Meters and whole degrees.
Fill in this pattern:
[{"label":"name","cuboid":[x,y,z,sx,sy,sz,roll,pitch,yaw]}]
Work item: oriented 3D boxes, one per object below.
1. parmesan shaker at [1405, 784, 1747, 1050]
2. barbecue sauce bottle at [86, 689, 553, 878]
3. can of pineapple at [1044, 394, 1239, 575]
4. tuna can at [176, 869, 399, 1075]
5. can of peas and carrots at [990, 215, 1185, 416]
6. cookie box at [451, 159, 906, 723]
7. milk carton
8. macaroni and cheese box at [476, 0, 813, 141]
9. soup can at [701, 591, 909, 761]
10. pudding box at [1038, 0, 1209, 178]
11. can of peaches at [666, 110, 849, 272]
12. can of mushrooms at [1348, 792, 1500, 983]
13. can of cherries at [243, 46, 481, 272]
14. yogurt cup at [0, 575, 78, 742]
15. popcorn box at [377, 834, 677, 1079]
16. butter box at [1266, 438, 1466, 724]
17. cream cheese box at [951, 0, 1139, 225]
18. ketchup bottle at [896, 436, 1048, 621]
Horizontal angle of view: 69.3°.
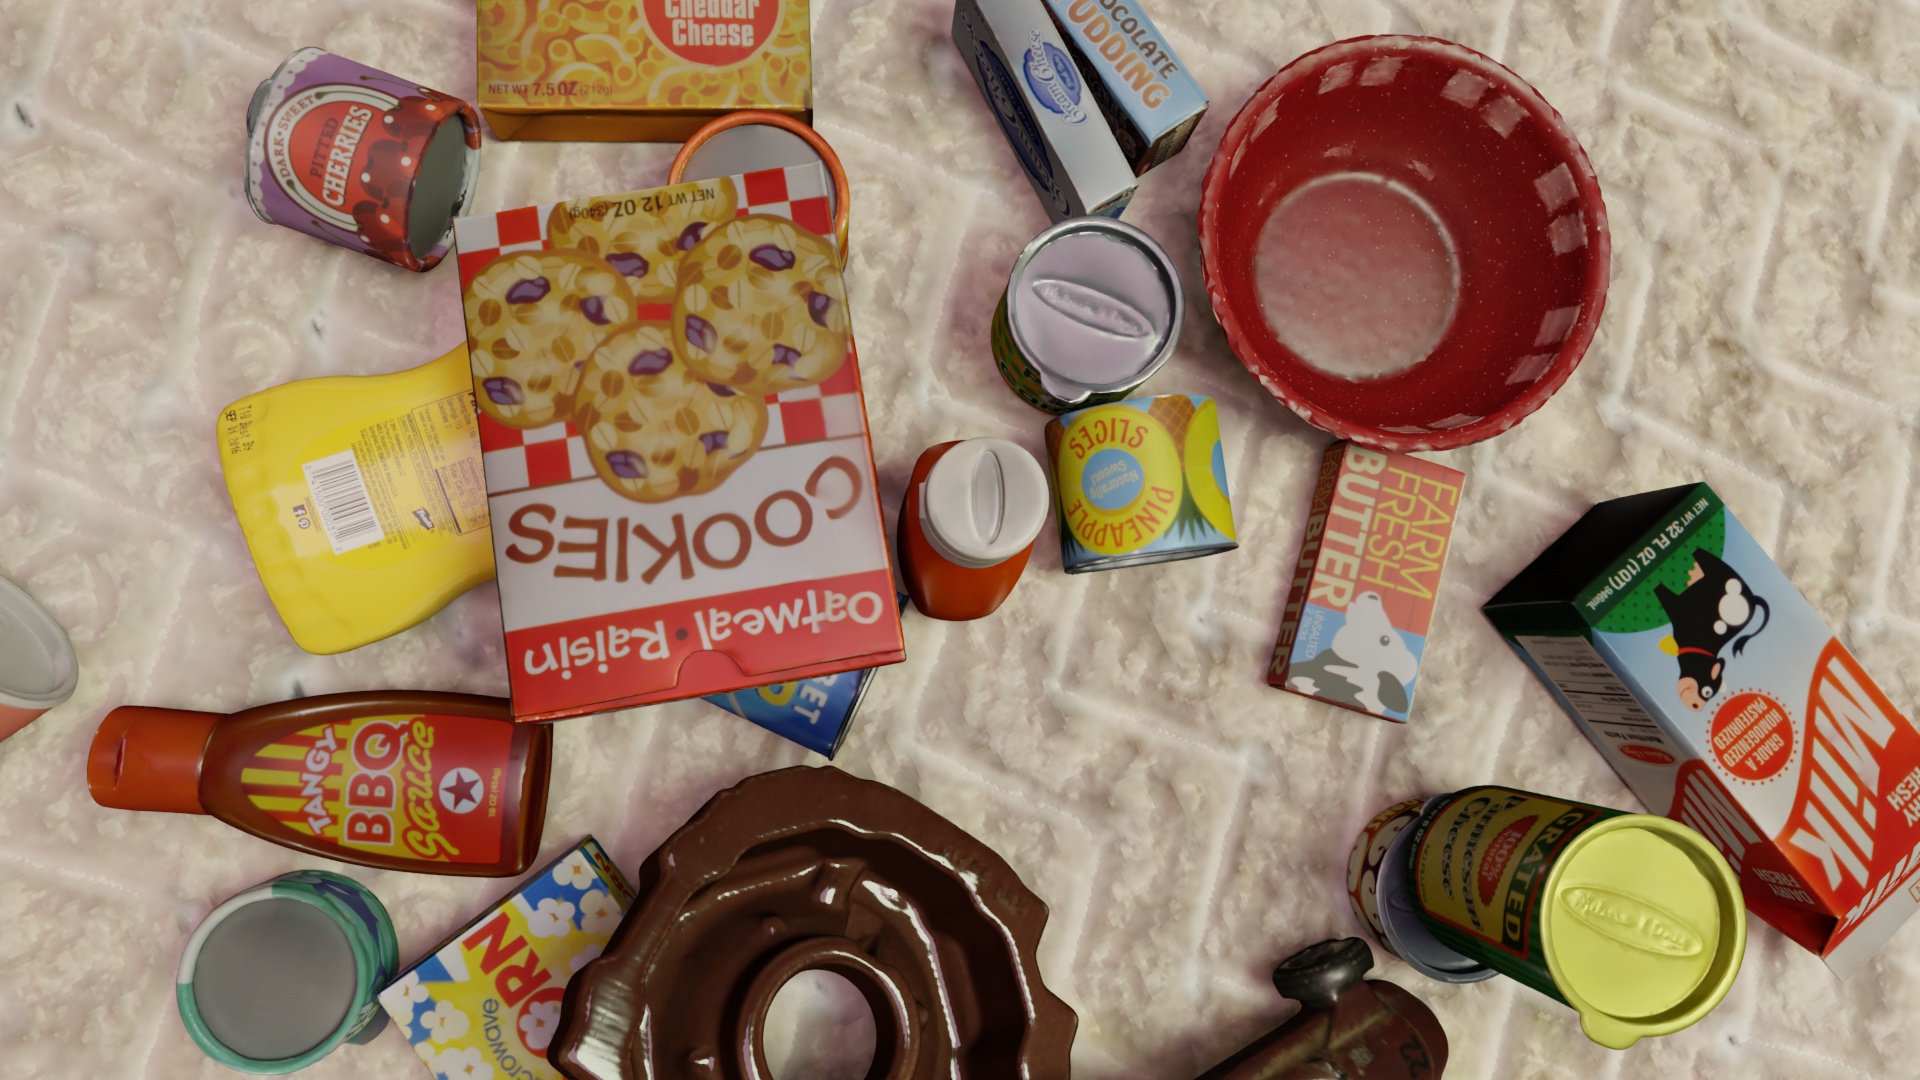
[{"label":"parmesan shaker","cuboid":[0.200,0.122,0.469,0.071,0.103,0.071,0,85,-6]},{"label":"barbecue sauce bottle","cuboid":[-0.226,0.083,0.496,0.149,0.043,0.065,6,86,-5]},{"label":"can of pineapple","cuboid":[0.067,-0.020,0.522,0.071,0.071,0.058,-8,85,-6]},{"label":"tuna can","cuboid":[-0.237,0.155,0.494,0.071,0.033,0.071,0,85,-5]},{"label":"can of peas and carrots","cuboid":[0.046,-0.081,0.530,0.071,0.058,0.071,0,86,-5]},{"label":"cookie box","cuboid":[-0.091,-0.032,0.456,0.123,0.040,0.167,-9,80,-2]},{"label":"milk carton","cuboid":[0.301,0.075,0.534,0.072,0.073,0.190,-39,90,-8]},{"label":"macaroni and cheese box","cuboid":[-0.121,-0.241,0.538,0.124,0.040,0.166,-2,85,-7]},{"label":"soup can","cuboid":[-0.069,0.032,0.501,0.084,0.071,0.071,25,83,0]},{"label":"pudding box","cuboid":[0.059,-0.189,0.546,0.030,0.049,0.083,-35,89,-6]},{"label":"can of peaches","cuboid":[-0.074,-0.123,0.523,0.071,0.058,0.071,0,85,-5]},{"label":"can of mushrooms","cuboid":[0.186,0.132,0.537,0.071,0.033,0.071,0,85,-5]},{"label":"can of cherries","cuboid":[-0.215,-0.137,0.504,0.058,0.071,0.071,19,84,-4]},{"label":"yogurt cup","cuboid":[-0.353,0.047,0.478,0.054,0.072,0.072,-41,90,1]},{"label":"popcorn box","cuboid":[-0.133,0.183,0.498,0.085,0.038,0.126,-36,89,-8]},{"label":"butter box","cuboid":[0.161,0.016,0.550,0.053,0.024,0.103,16,84,-5]},{"label":"cream cheese box","cuboid":[0.031,-0.169,0.540,0.024,0.053,0.104,-28,88,-5]},{"label":"ketchup bottle","cuboid":[0.002,-0.006,0.474,0.043,0.148,0.065,0,85,-4]}]
